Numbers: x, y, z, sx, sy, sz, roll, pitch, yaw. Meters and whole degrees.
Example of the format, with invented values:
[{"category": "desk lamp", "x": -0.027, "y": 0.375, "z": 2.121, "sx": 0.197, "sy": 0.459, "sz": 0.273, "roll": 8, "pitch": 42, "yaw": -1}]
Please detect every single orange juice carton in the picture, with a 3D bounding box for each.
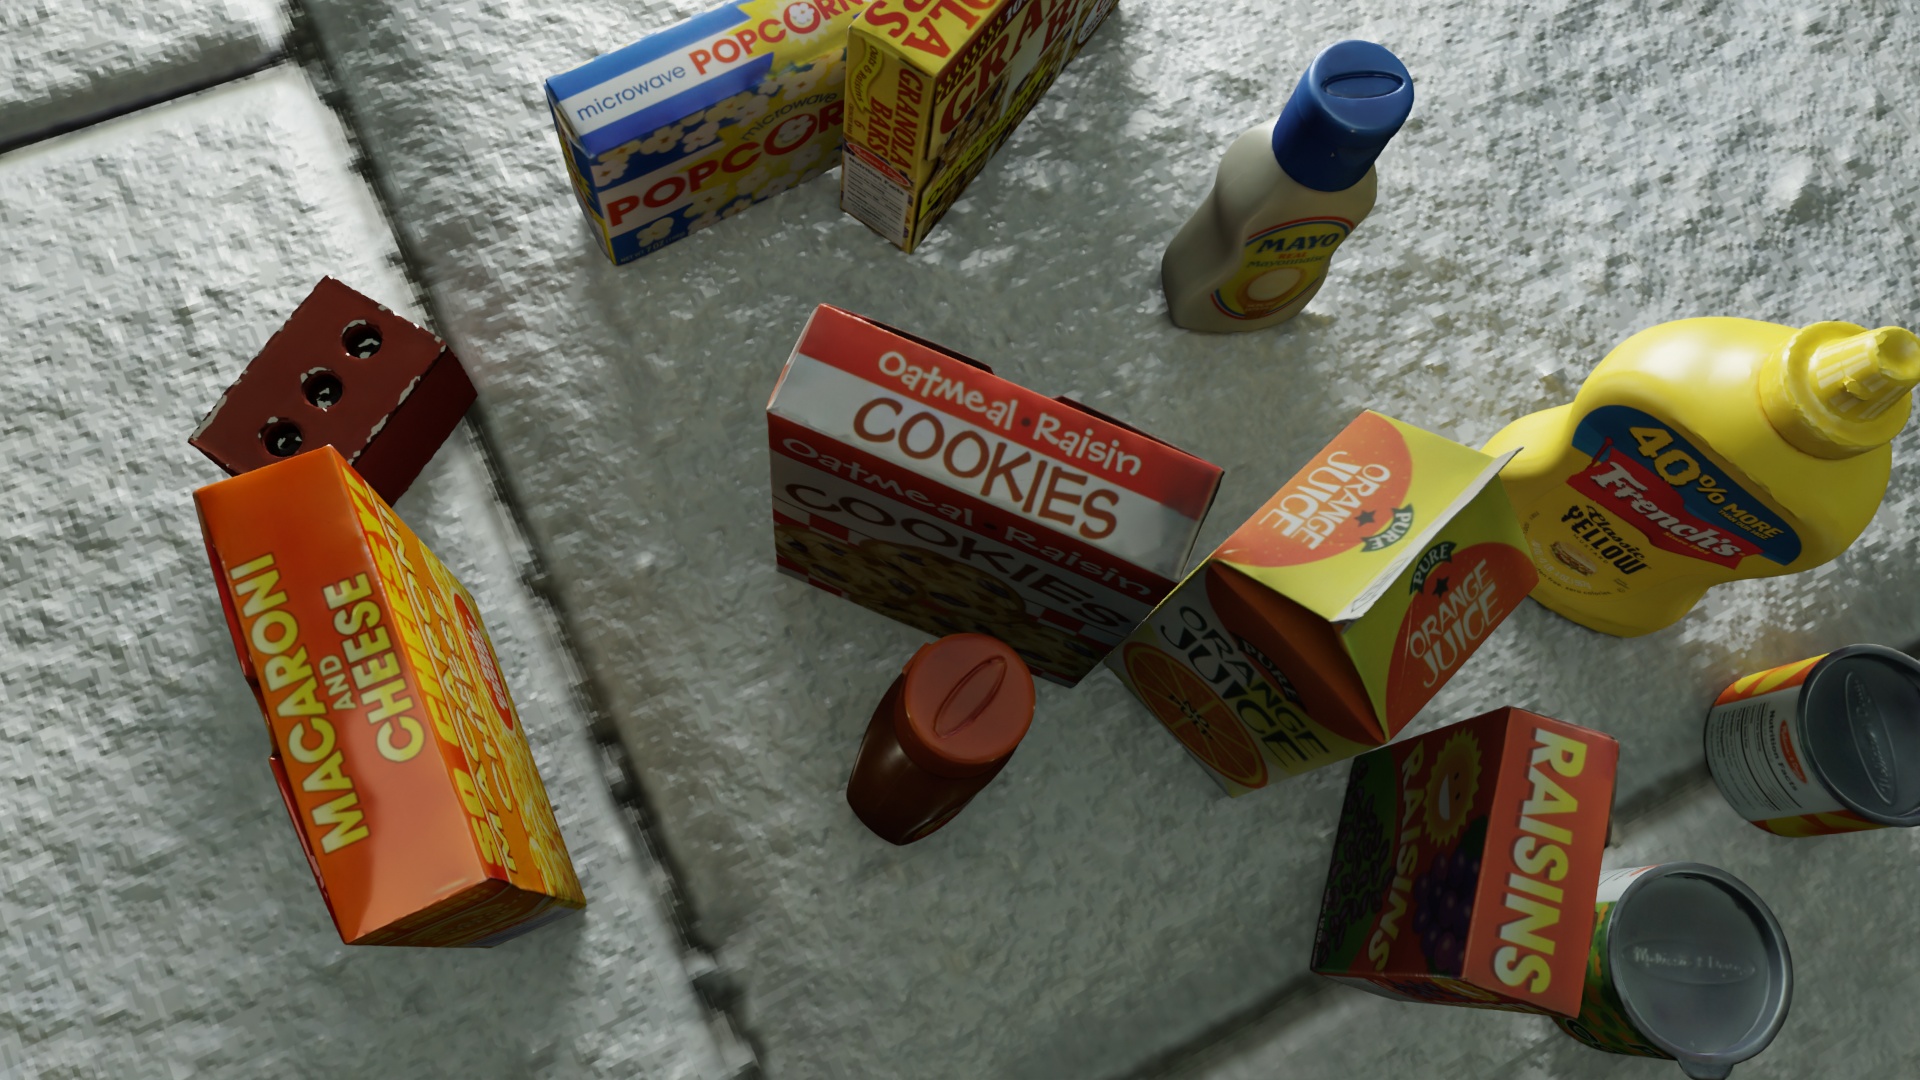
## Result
[{"category": "orange juice carton", "x": 0.113, "y": 0.023, "z": 0.446, "sx": 0.072, "sy": 0.192, "sz": 0.073, "roll": -41, "pitch": 82, "yaw": -16}]

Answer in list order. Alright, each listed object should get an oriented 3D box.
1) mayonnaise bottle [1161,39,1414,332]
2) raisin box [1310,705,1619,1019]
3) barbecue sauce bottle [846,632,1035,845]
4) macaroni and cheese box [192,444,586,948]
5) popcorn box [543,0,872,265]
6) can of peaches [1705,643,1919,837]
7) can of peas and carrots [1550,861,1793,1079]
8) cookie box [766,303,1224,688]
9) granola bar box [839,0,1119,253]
[{"category": "mayonnaise bottle", "x": 0.121, "y": -0.125, "z": 0.516, "sx": 0.065, "sy": 0.147, "sz": 0.041, "roll": -7, "pitch": 75, "yaw": -8}, {"category": "raisin box", "x": 0.164, "y": 0.109, "z": 0.462, "sx": 0.040, "sy": 0.123, "sz": 0.086, "roll": 19, "pitch": 72, "yaw": -1}, {"category": "barbecue sauce bottle", "x": -0.006, "y": 0.062, "z": 0.444, "sx": 0.044, "sy": 0.148, "sz": 0.065, "roll": 41, "pitch": 74, "yaw": 6}, {"category": "macaroni and cheese box", "x": -0.163, "y": 0.058, "z": 0.417, "sx": 0.040, "sy": 0.166, "sz": 0.124, "roll": -22, "pitch": 77, "yaw": -12}, {"category": "popcorn box", "x": -0.090, "y": -0.164, "z": 0.536, "sx": 0.127, "sy": 0.085, "sz": 0.038, "roll": -29, "pitch": 79, "yaw": -14}, {"category": "can of peaches", "x": 0.331, "y": 0.077, "z": 0.525, "sx": 0.071, "sy": 0.058, "sz": 0.071, "roll": 2, "pitch": 73, "yaw": -6}, {"category": "can of peas and carrots", "x": 0.245, "y": 0.152, "z": 0.492, "sx": 0.071, "sy": 0.058, "sz": 0.071, "roll": 2, "pitch": 73, "yaw": -6}, {"category": "cookie box", "x": 0.002, "y": -0.006, "z": 0.455, "sx": 0.123, "sy": 0.167, "sz": 0.040, "roll": 22, "pitch": 72, "yaw": 0}, {"category": "granola bar box", "x": 0.018, "y": -0.206, "z": 0.541, "sx": 0.039, "sy": 0.124, "sz": 0.166, "roll": 35, "pitch": 73, "yaw": 5}]
